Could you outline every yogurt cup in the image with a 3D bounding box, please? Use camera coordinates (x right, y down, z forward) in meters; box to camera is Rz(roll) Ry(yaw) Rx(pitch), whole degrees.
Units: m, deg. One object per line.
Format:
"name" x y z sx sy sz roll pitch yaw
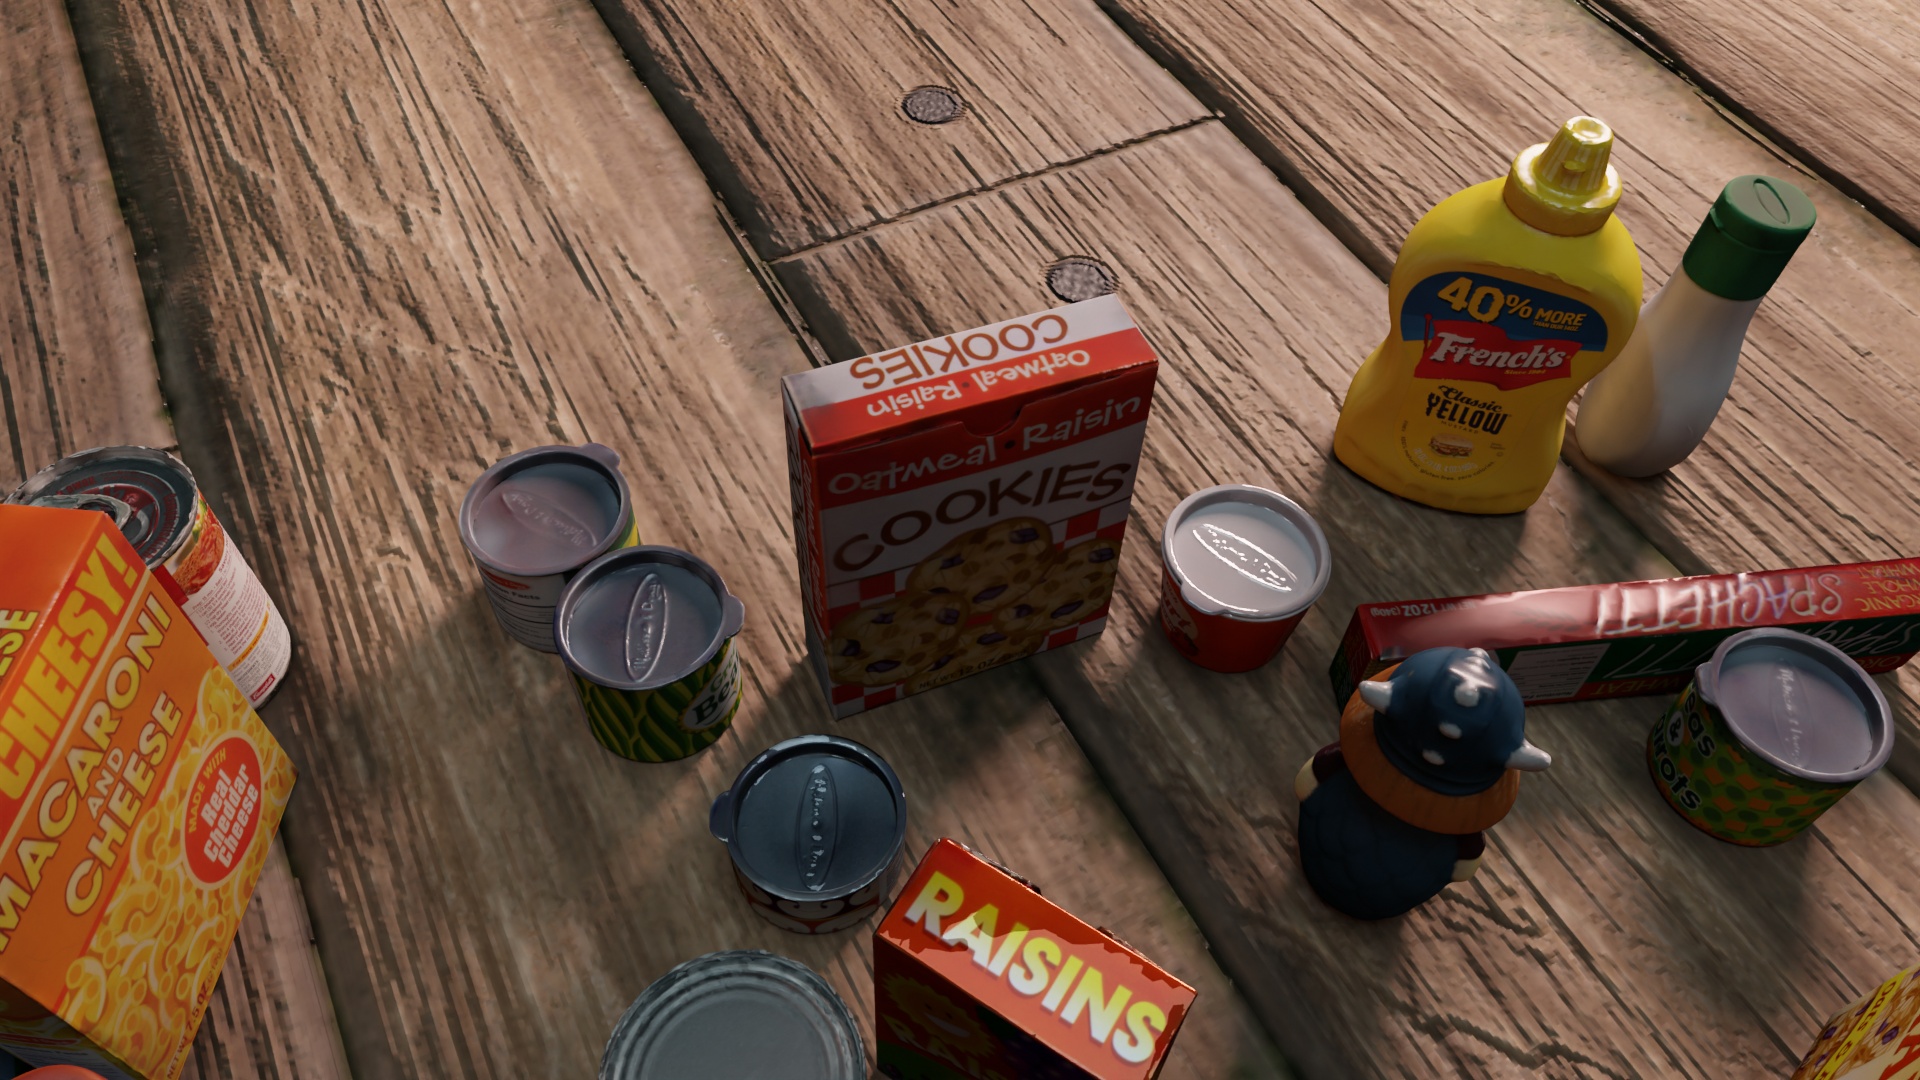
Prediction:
"yogurt cup" 0.114 0.018 0.576 0.072 0.053 0.073 1 53 -2

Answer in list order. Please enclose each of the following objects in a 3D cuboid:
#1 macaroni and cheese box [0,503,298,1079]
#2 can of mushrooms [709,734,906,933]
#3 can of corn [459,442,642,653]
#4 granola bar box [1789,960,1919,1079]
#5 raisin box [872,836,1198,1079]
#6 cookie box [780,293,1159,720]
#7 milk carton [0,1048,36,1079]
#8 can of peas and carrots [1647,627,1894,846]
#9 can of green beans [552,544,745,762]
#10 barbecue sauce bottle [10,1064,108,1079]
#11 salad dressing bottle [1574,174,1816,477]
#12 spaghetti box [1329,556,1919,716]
"macaroni and cheese box" -0.275 0.087 0.436 0.040 0.165 0.124 4 53 0
"can of mushrooms" -0.055 0.108 0.513 0.071 0.033 0.071 1 53 -2
"can of corn" -0.164 0.003 0.573 0.071 0.058 0.071 1 53 -2
"granola bar box" 0.270 0.189 0.408 0.166 0.123 0.039 -37 62 -26
"raisin box" 0.018 0.151 0.427 0.086 0.122 0.040 28 57 18
"cookie box" 0.002 -0.007 0.519 0.123 0.166 0.040 -17 55 -15
"milk carton" -0.337 0.097 0.410 0.072 0.189 0.074 5 53 2
"can of peas and carrots" 0.308 0.076 0.537 0.071 0.058 0.071 1 53 -2
"can of green beans" -0.120 0.045 0.543 0.071 0.057 0.071 1 53 -2
"barbecue sauce bottle" -0.216 0.182 0.377 0.044 0.147 0.065 17 54 10
"salad dressing bottle" 0.319 -0.090 0.609 0.044 0.146 0.064 0 53 -2
"spaghetti box" 0.278 0.041 0.568 0.250 0.050 0.029 -5 53 -6
